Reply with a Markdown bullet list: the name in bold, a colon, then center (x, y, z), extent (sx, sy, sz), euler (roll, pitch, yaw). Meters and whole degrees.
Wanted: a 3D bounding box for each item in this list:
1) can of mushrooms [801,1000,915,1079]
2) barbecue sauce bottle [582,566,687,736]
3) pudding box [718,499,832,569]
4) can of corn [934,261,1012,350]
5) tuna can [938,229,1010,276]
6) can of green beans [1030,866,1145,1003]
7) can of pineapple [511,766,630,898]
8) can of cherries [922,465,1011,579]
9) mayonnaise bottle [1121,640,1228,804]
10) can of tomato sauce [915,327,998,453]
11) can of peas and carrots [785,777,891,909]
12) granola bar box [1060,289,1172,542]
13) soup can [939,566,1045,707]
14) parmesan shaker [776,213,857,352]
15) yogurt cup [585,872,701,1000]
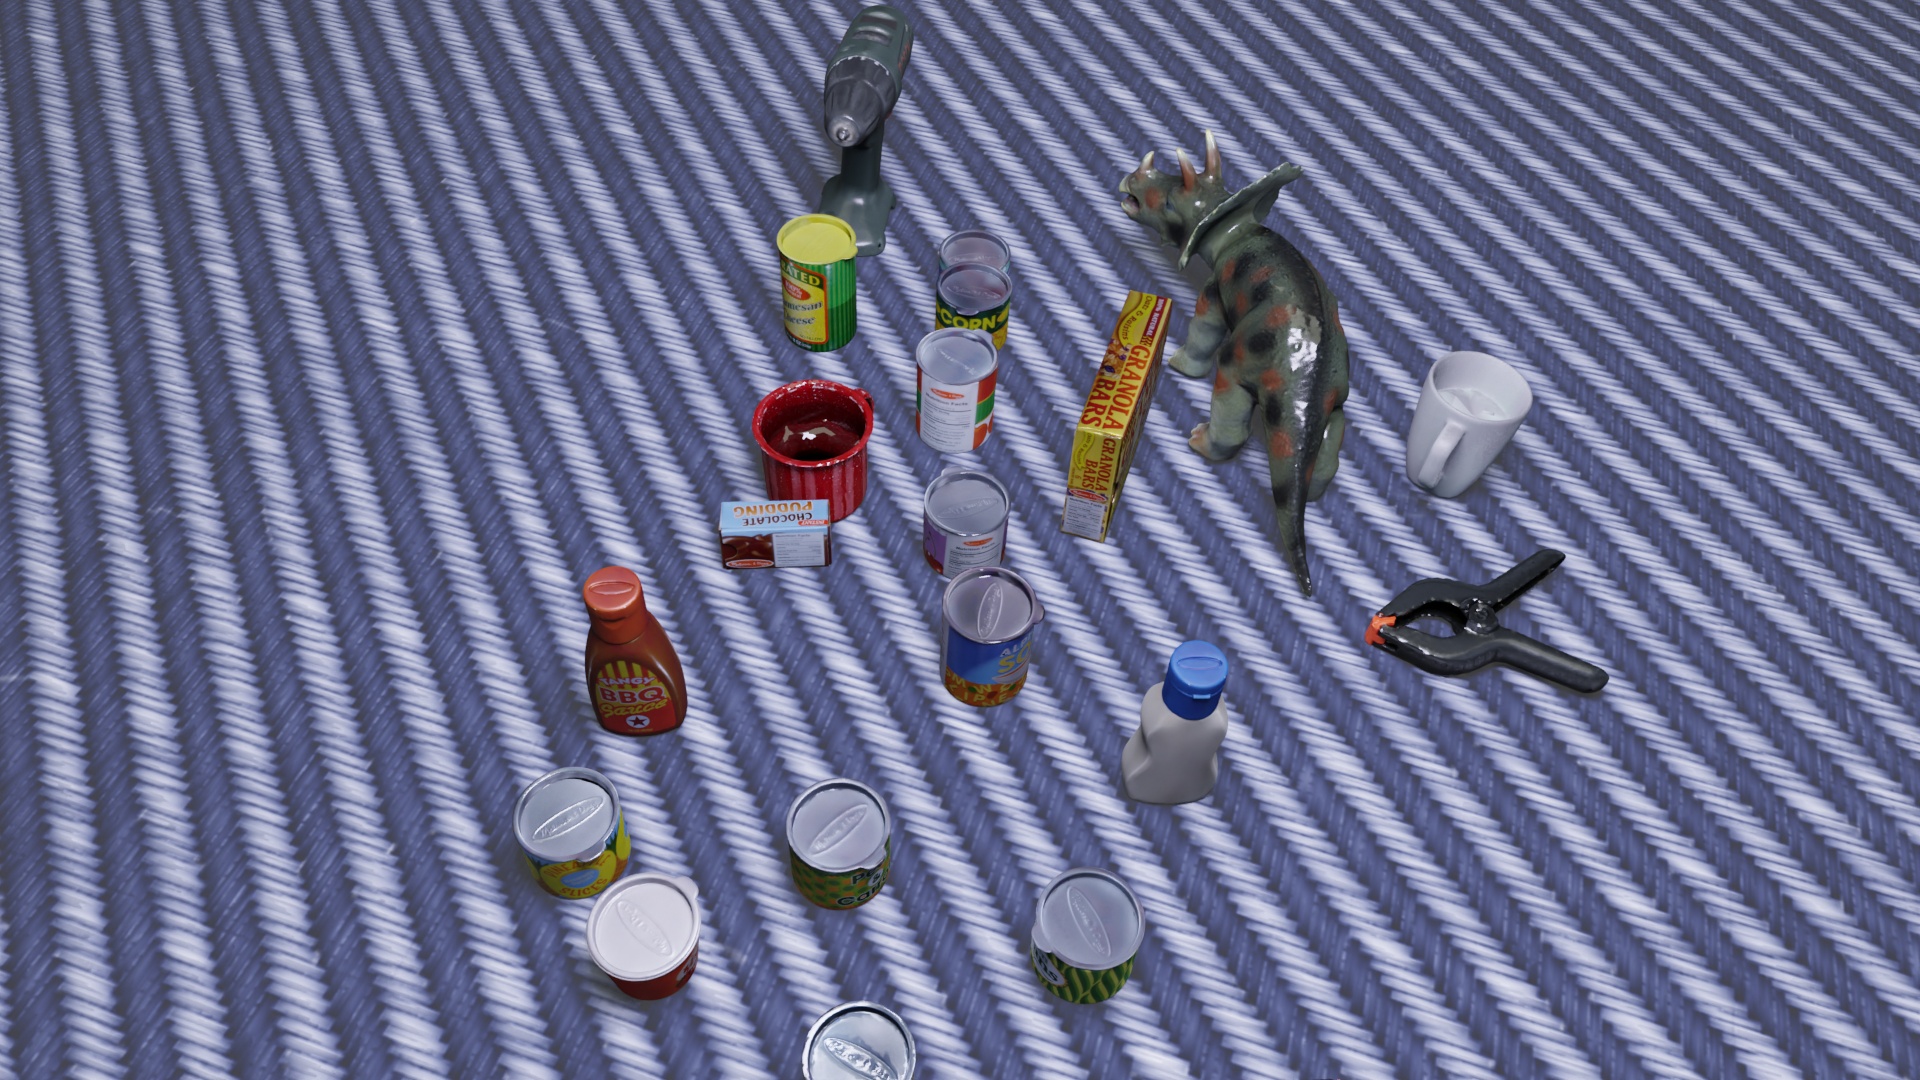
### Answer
- **can of mushrooms**: center (-0.061, 0.311, 0.816), extent (0.071, 0.033, 0.071), euler (2, 51, -2)
- **barbecue sauce bottle**: center (-0.222, 0.075, 0.928), extent (0.065, 0.147, 0.044), euler (-1, 51, -4)
- **pudding box**: center (-0.141, -0.005, 1.062), extent (0.084, 0.049, 0.030), euler (-2, 51, -5)
- **can of corn**: center (0.010, -0.201, 1.226), extent (0.071, 0.058, 0.071), euler (1, 51, -2)
- **tuna can**: center (0.013, -0.253, 1.286), extent (0.071, 0.032, 0.071), euler (2, 51, -2)
- **can of green beans**: center (0.078, 0.246, 0.862), extent (0.071, 0.057, 0.071), euler (1, 51, -2)
- **can of pineapple**: center (-0.248, 0.190, 0.891), extent (0.071, 0.057, 0.071), euler (1, 51, -2)
- **can of cherries**: center (0.004, -0.013, 1.071), extent (0.071, 0.058, 0.072), euler (1, 51, -2)
- **mayonnaise bottle**: center (0.145, 0.121, 0.910), extent (0.065, 0.147, 0.041), euler (0, 51, -3)
- **can of tomato sauce**: center (-0.003, -0.124, 1.146), extent (0.071, 0.082, 0.071), euler (1, 51, -2)
- **can of peas and carrots**: center (-0.076, 0.197, 0.893), extent (0.071, 0.058, 0.071), euler (1, 51, -2)
- **granola bar box**: center (0.125, -0.099, 1.106), extent (0.039, 0.123, 0.166), euler (16, 52, 10)
- **soup can**: center (0.021, 0.070, 0.987), extent (0.071, 0.083, 0.072), euler (1, 51, -2)
- **parmesan shaker**: center (-0.121, -0.221, 1.207), extent (0.071, 0.102, 0.072), euler (1, 51, -2)
- **yogurt cup**: center (-0.191, 0.245, 0.850), extent (0.072, 0.053, 0.073), euler (1, 51, -2)
